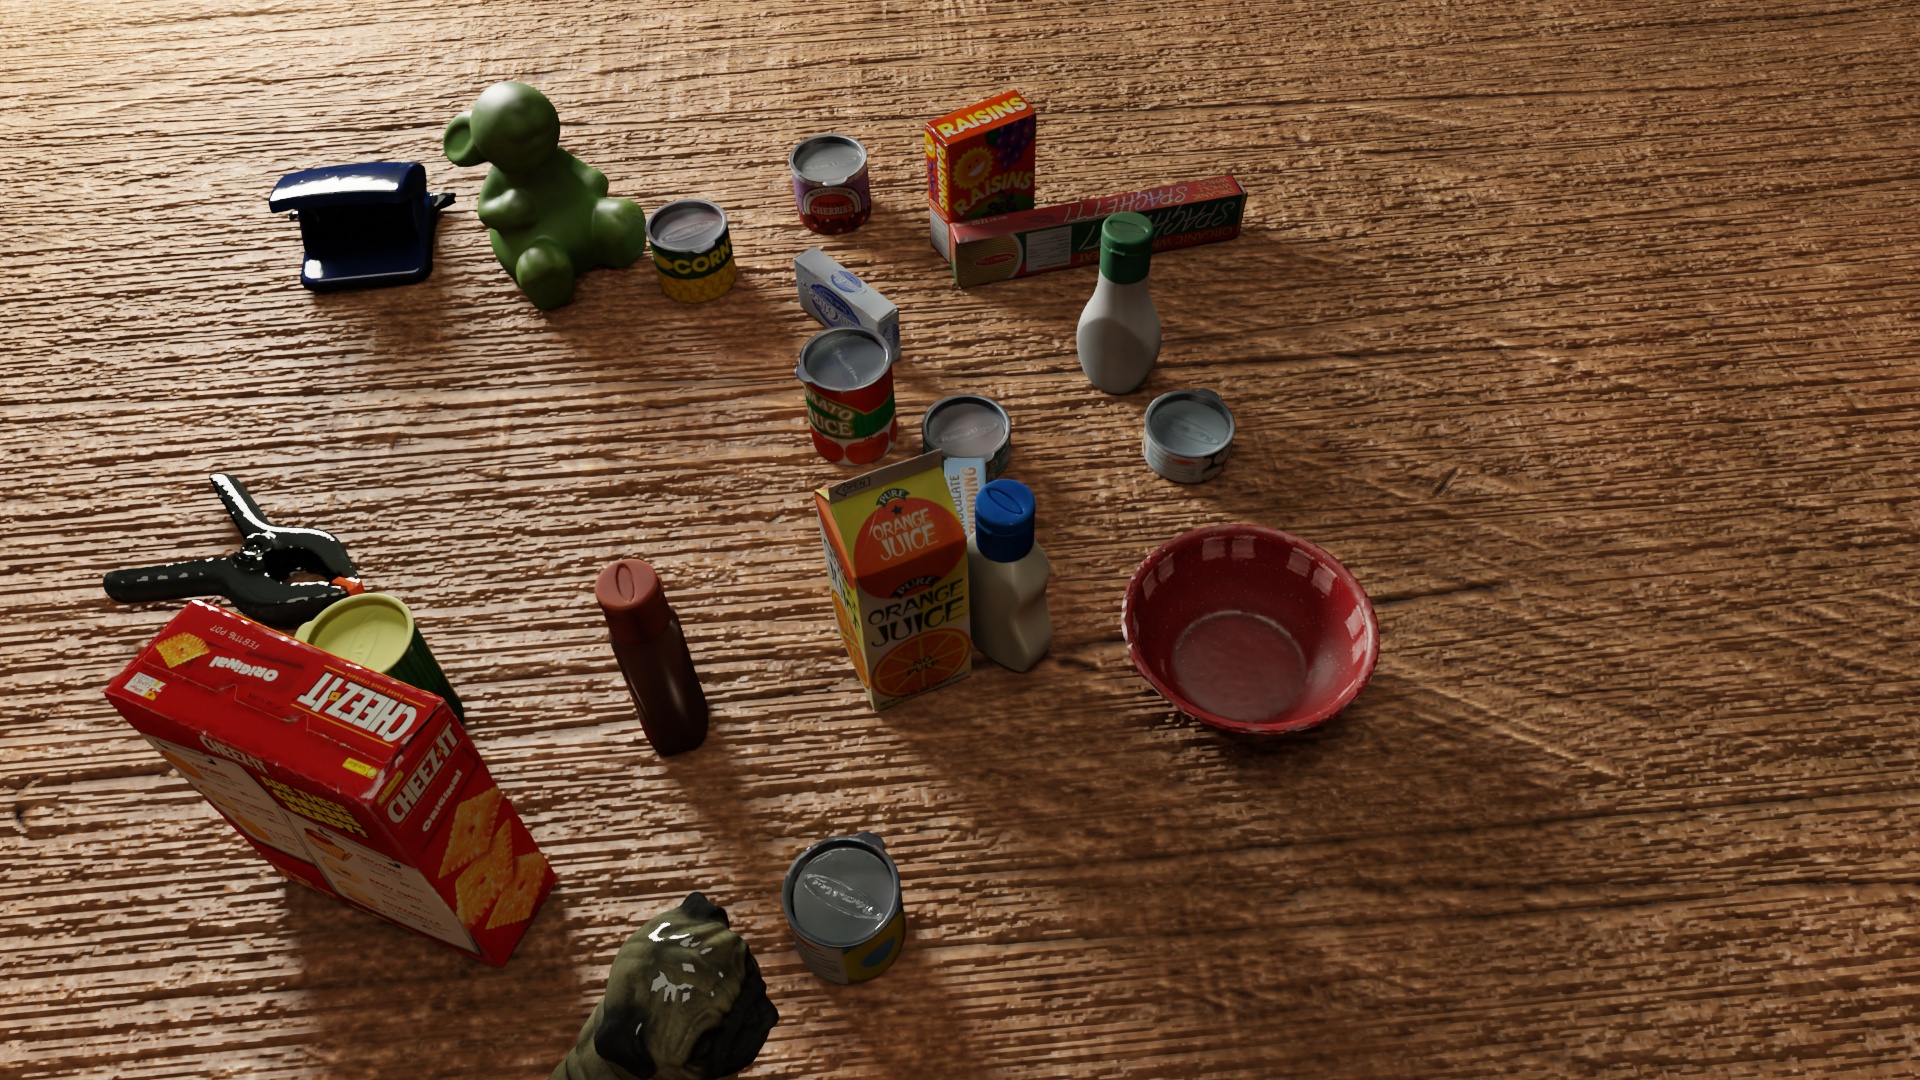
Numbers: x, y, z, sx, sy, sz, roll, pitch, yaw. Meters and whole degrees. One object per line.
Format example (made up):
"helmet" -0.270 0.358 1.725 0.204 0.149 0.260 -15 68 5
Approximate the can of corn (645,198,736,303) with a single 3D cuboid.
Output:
"can of corn" -0.219 -0.236 1.143 0.071 0.058 0.071 -1 52 1

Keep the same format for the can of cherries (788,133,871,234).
"can of cherries" -0.111 -0.304 1.194 0.071 0.058 0.072 -1 52 1

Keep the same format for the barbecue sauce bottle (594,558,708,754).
"barbecue sauce bottle" -0.188 0.069 0.846 0.044 0.147 0.065 -15 53 -10

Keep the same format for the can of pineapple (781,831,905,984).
"can of pineapple" -0.064 0.209 0.790 0.071 0.057 0.071 -1 52 1

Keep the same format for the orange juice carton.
"orange juice carton" -0.040 0.017 0.855 0.072 0.191 0.073 -20 54 -13

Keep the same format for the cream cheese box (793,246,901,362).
"cream cheese box" -0.089 -0.185 1.103 0.024 0.053 0.104 -37 60 -24

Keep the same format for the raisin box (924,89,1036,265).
"raisin box" 0.018 -0.298 1.144 0.086 0.122 0.040 -25 55 -17

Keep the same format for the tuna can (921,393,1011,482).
"tuna can" 0.005 -0.072 1.025 0.071 0.032 0.071 -1 52 1

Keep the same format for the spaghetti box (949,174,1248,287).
"spaghetti box" 0.114 -0.258 1.156 0.250 0.050 0.029 -12 53 -8

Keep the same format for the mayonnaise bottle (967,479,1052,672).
"mayonnaise bottle" 0.029 0.022 0.878 0.065 0.147 0.041 36 61 26

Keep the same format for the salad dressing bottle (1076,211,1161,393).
"salad dressing bottle" 0.120 -0.174 1.029 0.064 0.146 0.044 19 55 16

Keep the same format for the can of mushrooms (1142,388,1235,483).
"can of mushrooms" 0.169 -0.078 1.024 0.071 0.033 0.071 -1 52 1

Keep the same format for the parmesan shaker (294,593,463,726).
"parmesan shaker" -0.359 0.089 0.864 0.071 0.102 0.072 -1 52 1

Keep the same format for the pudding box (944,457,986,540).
"pudding box" 0.003 -0.012 0.967 0.030 0.049 0.084 -1 52 1

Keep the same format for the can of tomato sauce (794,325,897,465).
"can of tomato sauce" -0.082 -0.104 1.020 0.071 0.082 0.071 -1 52 1
